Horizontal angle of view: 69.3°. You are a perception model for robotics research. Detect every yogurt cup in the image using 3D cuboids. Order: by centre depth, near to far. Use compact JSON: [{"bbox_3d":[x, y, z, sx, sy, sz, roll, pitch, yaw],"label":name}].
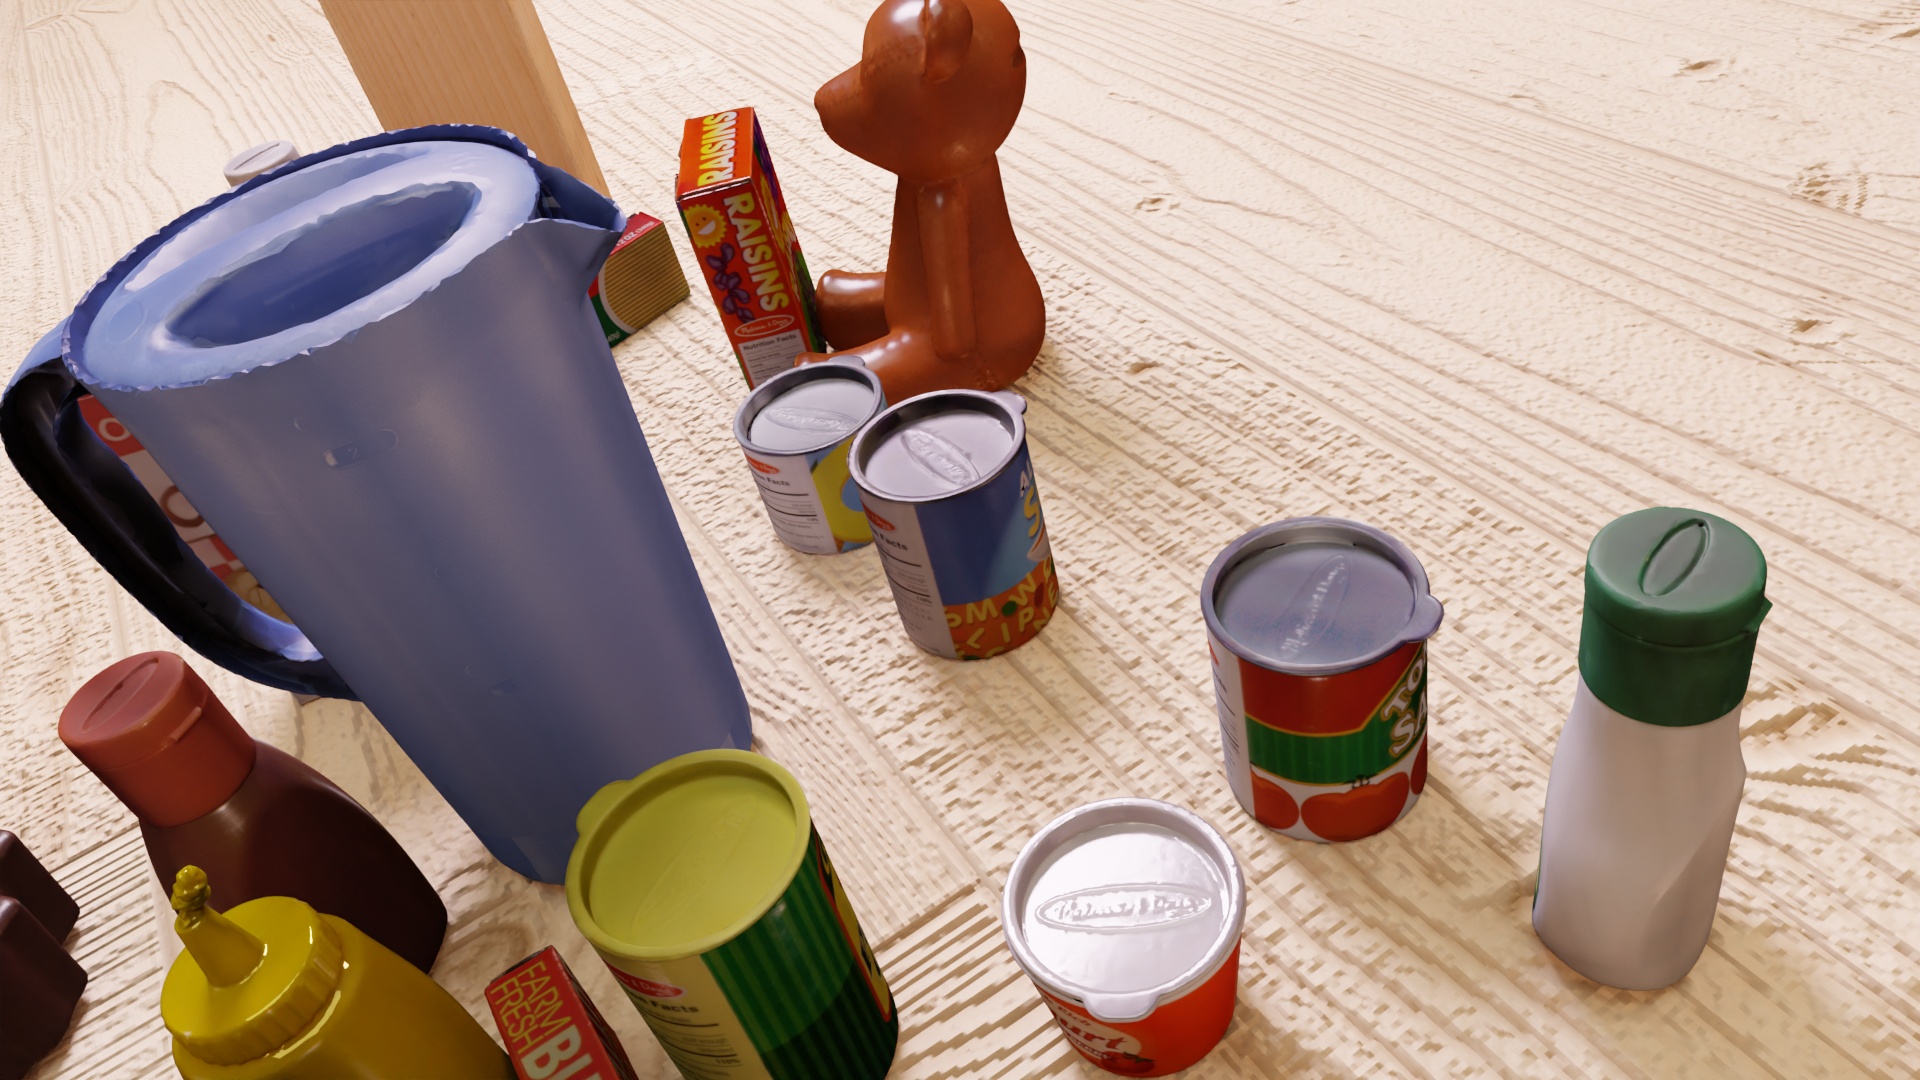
[{"bbox_3d":[0.050,0.116,0.399,0.072,0.053,0.073,-9,40,8],"label":"yogurt cup"}]

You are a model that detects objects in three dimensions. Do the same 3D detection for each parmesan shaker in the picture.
[{"bbox_3d":[-0.063,0.117,0.396,0.071,0.102,0.072,-9,40,8],"label":"parmesan shaker"}]

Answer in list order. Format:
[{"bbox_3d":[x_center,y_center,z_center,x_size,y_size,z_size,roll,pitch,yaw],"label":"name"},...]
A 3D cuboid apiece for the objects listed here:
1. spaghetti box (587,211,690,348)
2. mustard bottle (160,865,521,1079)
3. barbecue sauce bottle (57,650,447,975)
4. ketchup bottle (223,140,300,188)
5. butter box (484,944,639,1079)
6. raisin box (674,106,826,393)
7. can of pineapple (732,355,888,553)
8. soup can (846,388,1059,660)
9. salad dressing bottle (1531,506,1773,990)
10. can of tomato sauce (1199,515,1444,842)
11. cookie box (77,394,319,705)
[{"bbox_3d":[-0.250,-0.091,0.737,0.029,0.050,0.251,24,54,37],"label":"spaghetti box"},{"bbox_3d":[-0.163,0.137,0.361,0.065,0.159,0.049,-10,40,7],"label":"mustard bottle"},{"bbox_3d":[-0.218,0.097,0.434,0.043,0.147,0.065,4,44,22],"label":"barbecue sauce bottle"},{"bbox_3d":[-0.335,-0.138,0.742,0.043,0.148,0.065,16,49,32],"label":"ketchup bottle"},{"bbox_3d":[-0.098,0.167,0.389,0.024,0.053,0.104,-31,42,-18],"label":"butter box"},{"bbox_3d":[-0.102,-0.138,0.687,0.040,0.122,0.086,-13,40,4],"label":"raisin box"},{"bbox_3d":[-0.057,-0.037,0.607,0.071,0.057,0.071,-9,40,8],"label":"can of pineapple"},{"bbox_3d":[0.002,-0.007,0.532,0.071,0.083,0.072,-9,40,8],"label":"soup can"},{"bbox_3d":[0.175,0.057,0.354,0.044,0.147,0.064,25,54,38],"label":"salad dressing bottle"},{"bbox_3d":[0.115,0.045,0.437,0.071,0.082,0.071,-9,40,8],"label":"can of tomato sauce"},{"bbox_3d":[-0.251,-0.020,0.565,0.123,0.166,0.040,-20,40,-5],"label":"cookie box"}]
